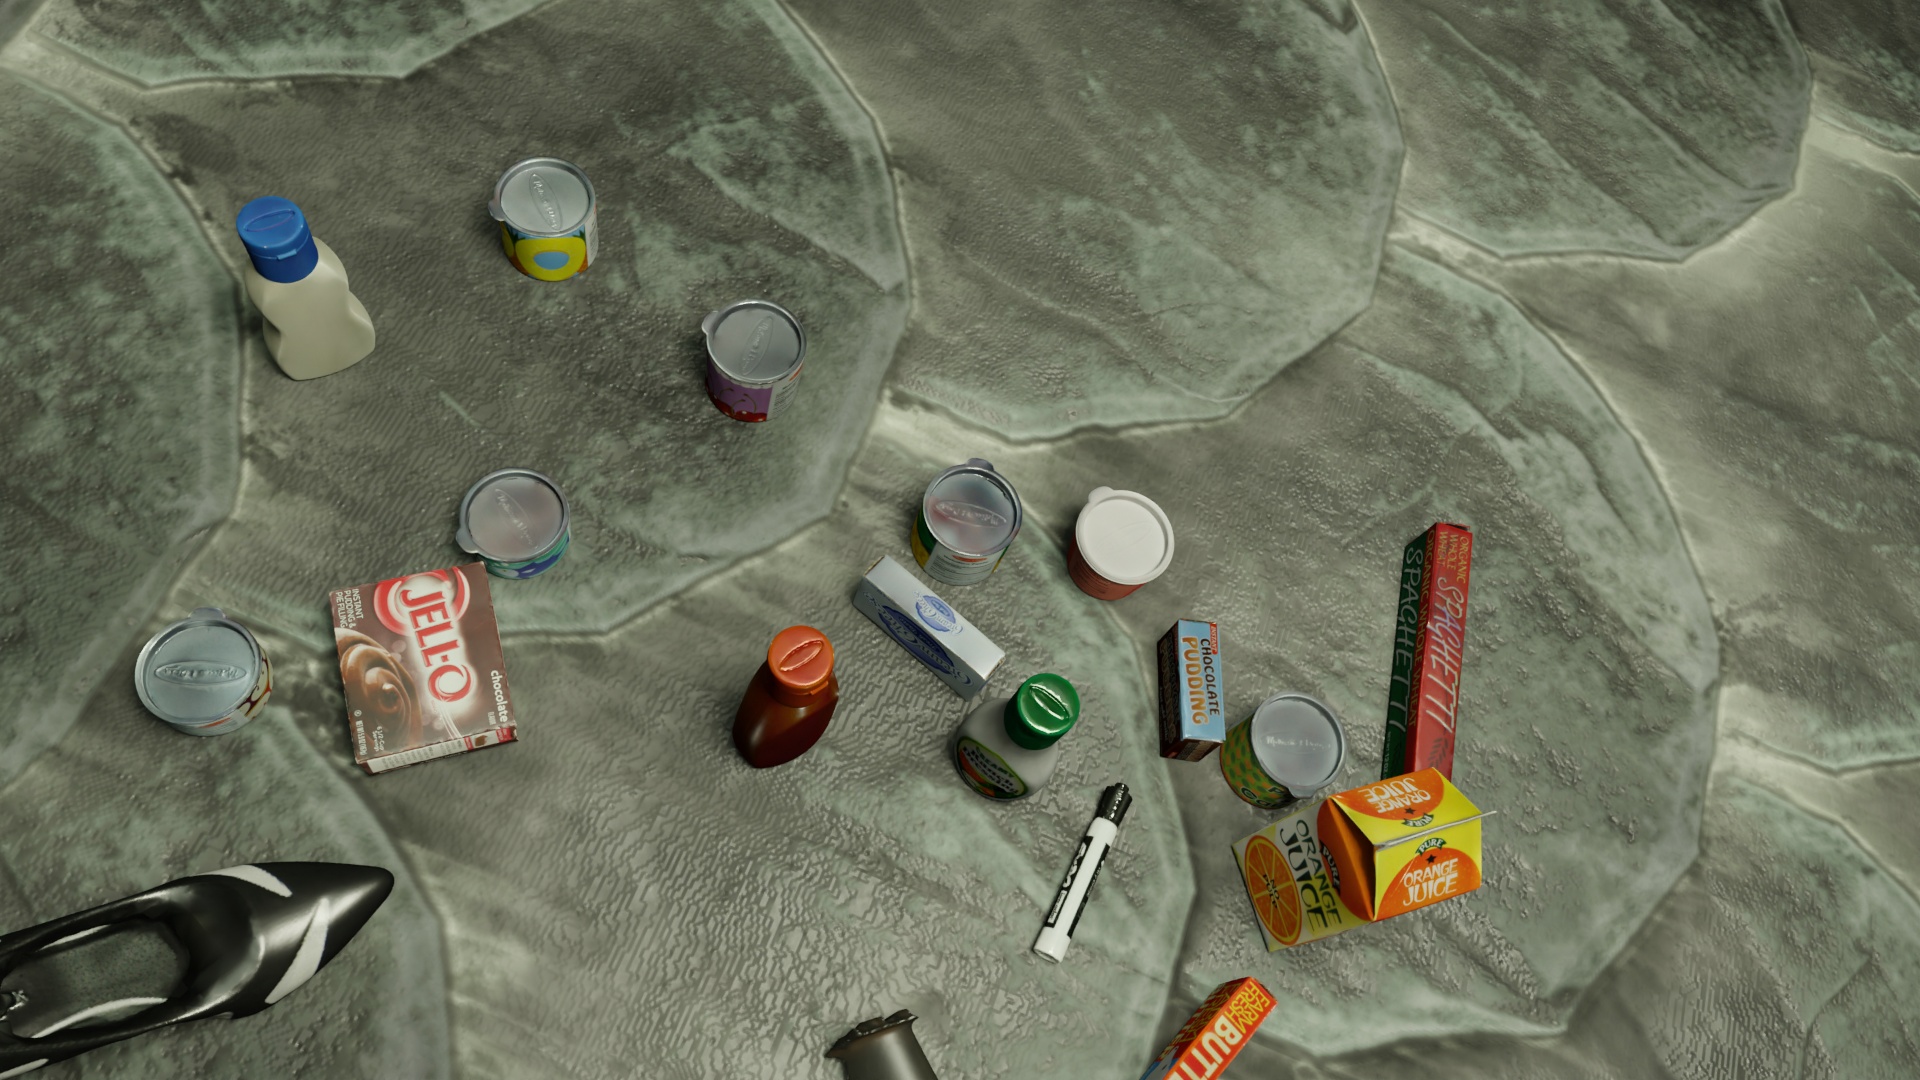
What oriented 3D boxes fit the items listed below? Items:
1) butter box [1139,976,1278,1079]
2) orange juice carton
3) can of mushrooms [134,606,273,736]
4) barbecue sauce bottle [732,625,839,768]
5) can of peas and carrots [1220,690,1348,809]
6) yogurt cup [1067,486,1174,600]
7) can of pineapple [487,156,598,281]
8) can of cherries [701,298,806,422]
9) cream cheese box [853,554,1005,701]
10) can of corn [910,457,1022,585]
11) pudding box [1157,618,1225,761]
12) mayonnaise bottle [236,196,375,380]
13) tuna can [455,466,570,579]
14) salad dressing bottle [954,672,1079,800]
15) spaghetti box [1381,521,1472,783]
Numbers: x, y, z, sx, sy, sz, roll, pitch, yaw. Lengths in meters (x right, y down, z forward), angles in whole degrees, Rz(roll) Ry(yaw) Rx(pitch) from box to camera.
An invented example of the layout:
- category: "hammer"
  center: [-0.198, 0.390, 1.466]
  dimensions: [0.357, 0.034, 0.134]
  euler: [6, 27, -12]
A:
- category: "butter box"
  center: [0.141, 0.305, 0.826]
  dimensions: [0.024, 0.053, 0.104]
  euler: [45, 66, 9]
- category: "orange juice carton"
  center: [0.237, 0.188, 0.820]
  dimensions: [0.072, 0.191, 0.073]
  euler: [-11, 70, -16]
- category: "can of mushrooms"
  center: [-0.440, 0.077, 0.812]
  dimensions: [0.071, 0.033, 0.071]
  euler: [4, 66, -10]
- category: "barbecue sauce bottle"
  center: [-0.099, 0.091, 0.815]
  dimensions: [0.065, 0.148, 0.044]
  euler: [-32, 77, -22]
- category: "can of peas and carrots"
  center: [0.211, 0.140, 0.910]
  dimensions: [0.071, 0.058, 0.071]
  euler: [4, 66, -10]
- category: "yogurt cup"
  center: [0.106, 0.007, 0.948]
  dimensions: [0.072, 0.053, 0.072]
  euler: [4, 66, -10]
- category: "can of pineapple"
  center: [-0.287, -0.222, 0.962]
  dimensions: [0.071, 0.057, 0.071]
  euler: [4, 66, -10]
- category: "can of cherries"
  center: [-0.143, -0.124, 0.950]
  dimensions: [0.071, 0.058, 0.072]
  euler: [4, 66, -10]
- category: "cream cheese box"
  center: [-0.021, 0.057, 0.899]
  dimensions: [0.104, 0.053, 0.024]
  euler: [40, 65, 6]
- category: "can of corn"
  center: [0.003, -0.012, 0.932]
  dimensions: [0.071, 0.058, 0.071]
  euler: [4, 66, -10]
- category: "pudding box"
  center: [0.152, 0.099, 0.920]
  dimensions: [0.030, 0.049, 0.084]
  euler: [6, 66, -9]
- category: "mayonnaise bottle"
  center: [-0.407, -0.154, 0.857]
  dimensions: [0.065, 0.147, 0.041]
  euler: [-27, 75, -21]
- category: "tuna can"
  center: [-0.284, -0.009, 0.884]
  dimensions: [0.071, 0.032, 0.071]
  euler: [4, 66, -10]
- category: "salad dressing bottle"
  center: [0.035, 0.117, 0.833]
  dimensions: [0.064, 0.147, 0.044]
  euler: [40, 65, 7]
- category: "spaghetti box"
  center: [0.318, 0.104, 0.953]
  dimensions: [0.029, 0.050, 0.251]
  euler: [17, 64, -5]
